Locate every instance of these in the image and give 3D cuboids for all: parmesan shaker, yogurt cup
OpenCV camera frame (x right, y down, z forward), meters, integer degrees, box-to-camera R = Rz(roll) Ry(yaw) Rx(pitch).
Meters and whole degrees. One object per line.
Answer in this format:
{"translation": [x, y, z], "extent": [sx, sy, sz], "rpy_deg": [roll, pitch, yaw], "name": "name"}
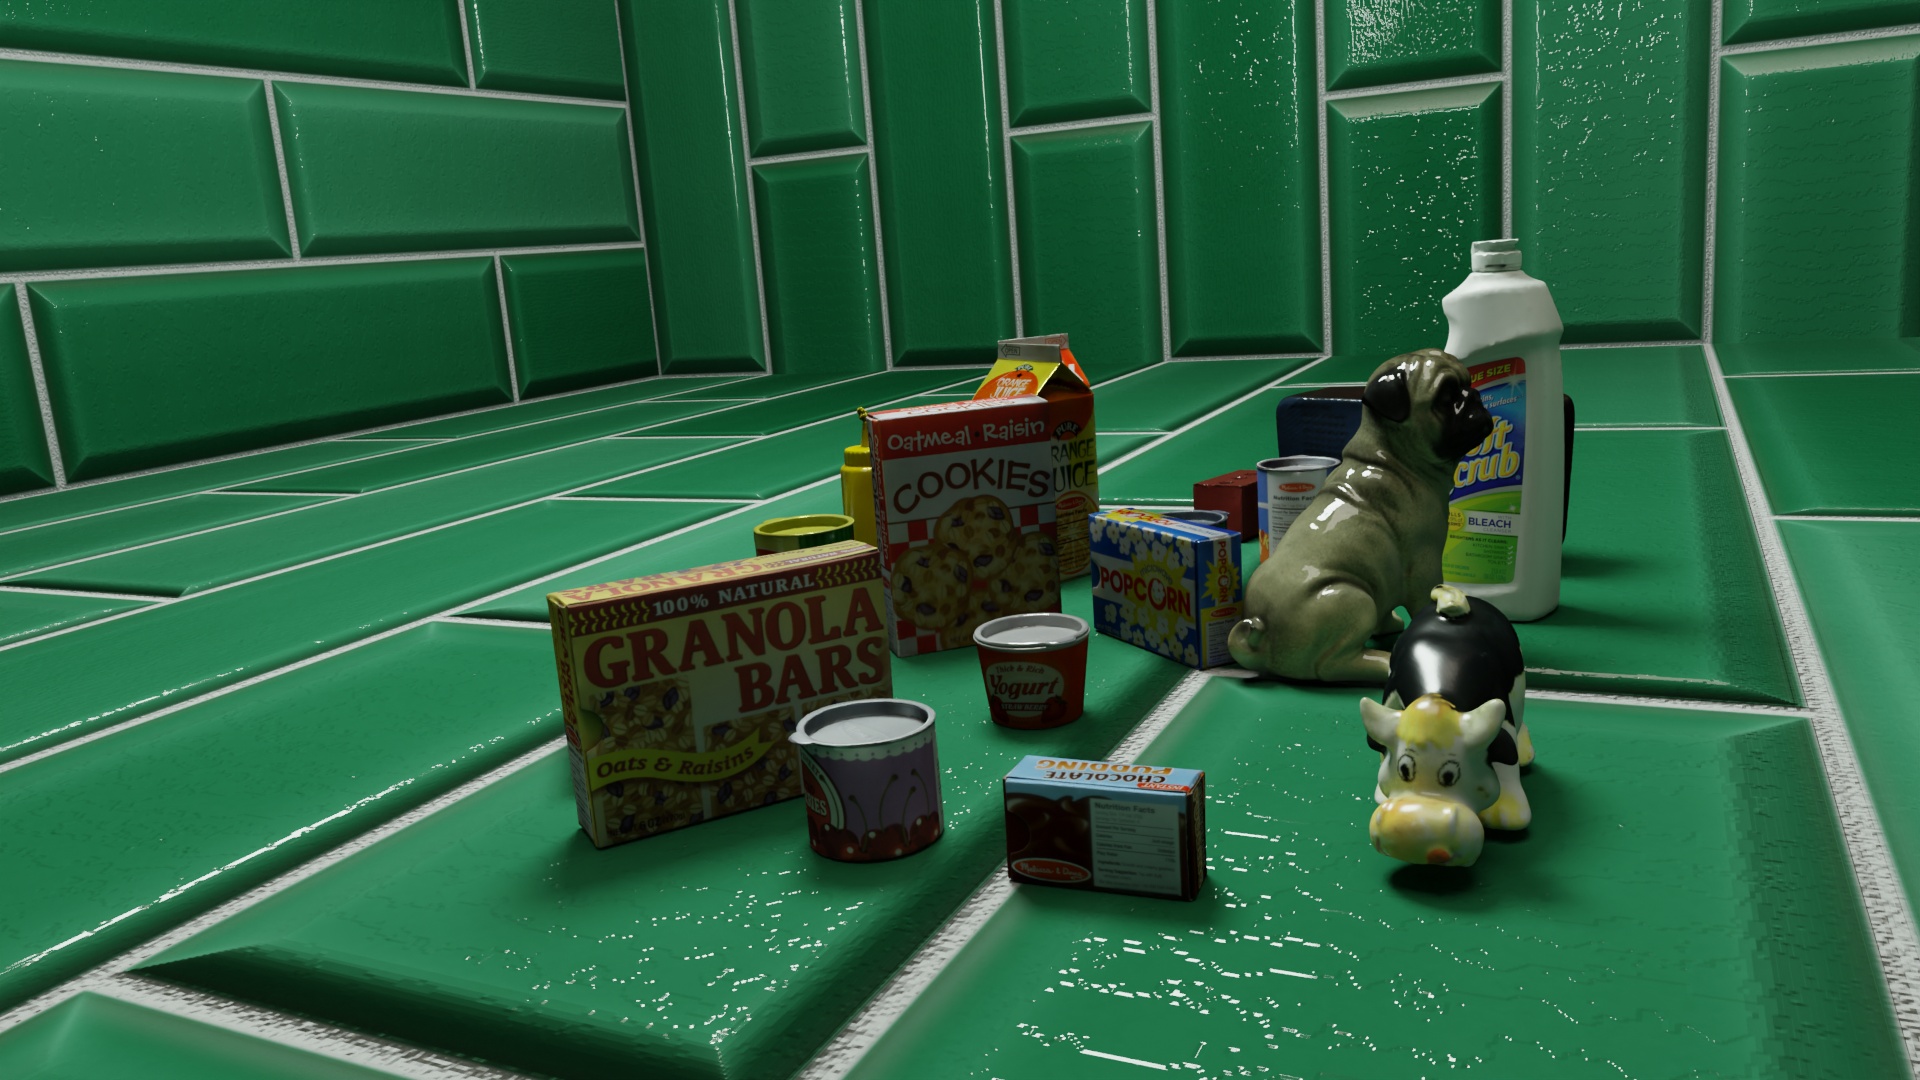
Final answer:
{"translation": [-0.101, 0.039, 0.923], "extent": [0.071, 0.102, 0.071], "rpy_deg": [-4, 12, 1], "name": "parmesan shaker"}
{"translation": [0.043, 0.076, 0.813], "extent": [0.072, 0.053, 0.072], "rpy_deg": [-4, 12, 1], "name": "yogurt cup"}

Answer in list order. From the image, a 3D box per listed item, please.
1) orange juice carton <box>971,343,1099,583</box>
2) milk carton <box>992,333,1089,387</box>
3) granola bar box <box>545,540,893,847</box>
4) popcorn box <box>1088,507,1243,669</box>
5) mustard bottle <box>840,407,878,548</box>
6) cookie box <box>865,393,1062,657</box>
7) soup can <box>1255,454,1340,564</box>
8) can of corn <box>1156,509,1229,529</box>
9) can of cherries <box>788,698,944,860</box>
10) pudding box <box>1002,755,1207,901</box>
{"translation": [0.062, -0.065, 1.137], "extent": [0.073, 0.192, 0.072], "rpy_deg": [-14, 15, -40], "name": "orange juice carton"}
{"translation": [0.070, -0.085, 1.234], "extent": [0.072, 0.190, 0.073], "rpy_deg": [-9, 13, -23], "name": "milk carton"}
{"translation": [-0.117, 0.074, 0.712], "extent": [0.166, 0.124, 0.039], "rpy_deg": [-10, 13, -27], "name": "granola bar box"}
{"translation": [0.136, 0.029, 0.927], "extent": [0.038, 0.085, 0.127], "rpy_deg": [-10, 13, -26], "name": "popcorn box"}
{"translation": [-0.065, -0.022, 1.058], "extent": [0.049, 0.159, 0.065], "rpy_deg": [-5, 12, -2], "name": "mustard bottle"}
{"translation": [0.003, -0.012, 0.970], "extent": [0.123, 0.167, 0.040], "rpy_deg": [-8, 12, -16], "name": "cookie box"}
{"translation": [0.274, -0.023, 1.122], "extent": [0.071, 0.083, 0.071], "rpy_deg": [-4, 12, 1], "name": "soup can"}
{"translation": [0.174, 0.011, 1.063], "extent": [0.071, 0.058, 0.071], "rpy_deg": [-4, 12, 1], "name": "can of corn"}
{"translation": [-0.045, 0.113, 0.661], "extent": [0.071, 0.058, 0.071], "rpy_deg": [-4, 12, 1], "name": "can of cherries"}
{"translation": [0.062, 0.123, 0.599], "extent": [0.083, 0.049, 0.030], "rpy_deg": [1, 13, 22], "name": "pudding box"}
